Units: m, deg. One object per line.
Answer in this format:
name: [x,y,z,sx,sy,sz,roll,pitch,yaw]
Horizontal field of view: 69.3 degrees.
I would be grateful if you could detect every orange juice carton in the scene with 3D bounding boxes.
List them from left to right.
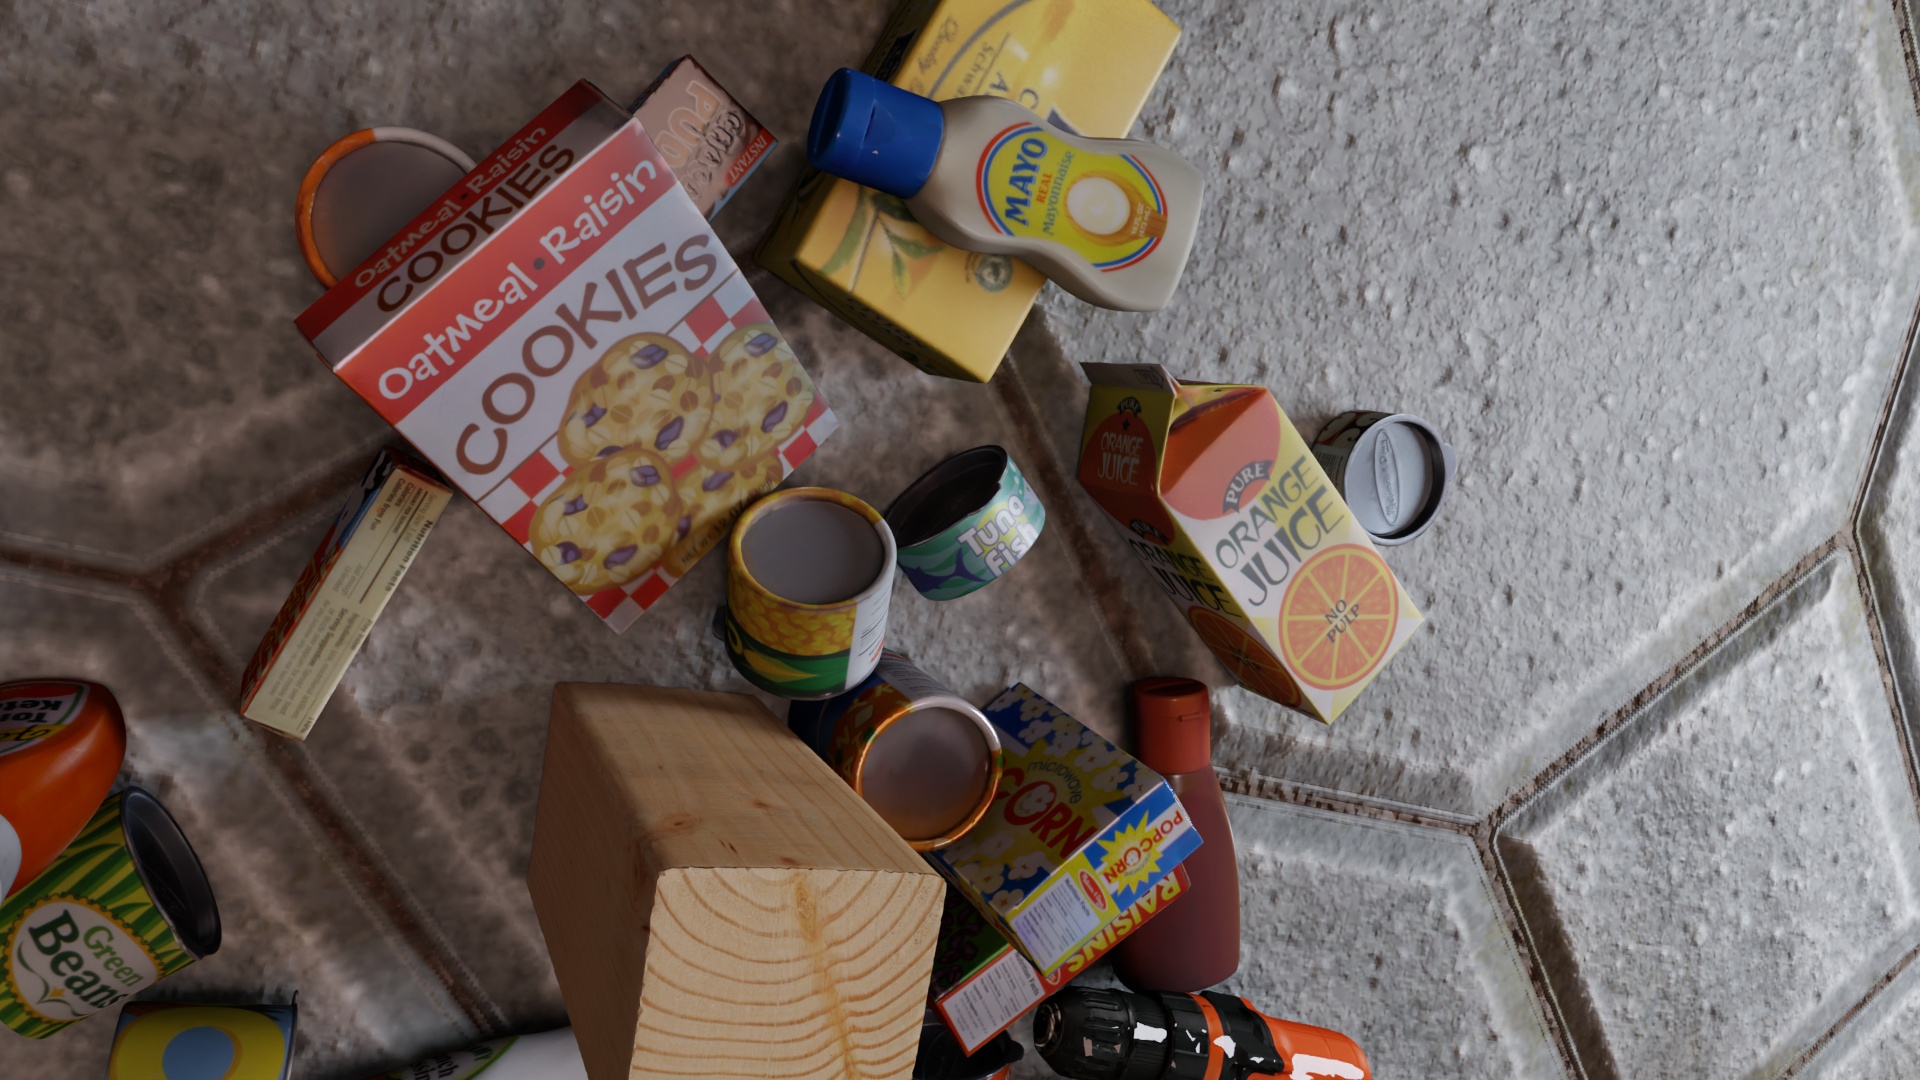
orange juice carton: [0.125,-0.010,0.642,0.073,0.072,0.192,-45,113,-11]

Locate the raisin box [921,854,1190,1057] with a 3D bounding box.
raisin box: [0.027,0.157,0.618,0.124,0.086,0.040,-32,116,-16]

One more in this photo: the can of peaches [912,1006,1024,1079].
can of peaches: [-0.007,0.254,0.629,0.071,0.071,0.058,-3,101,-23]

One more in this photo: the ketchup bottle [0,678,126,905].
ketchup bottle: [-0.301,0.083,0.425,0.065,0.149,0.043,-10,105,-22]

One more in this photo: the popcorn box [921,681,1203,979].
popcorn box: [0.030,0.117,0.590,0.085,0.127,0.038,-37,116,-14]

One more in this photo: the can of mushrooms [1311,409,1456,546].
can of mushrooms: [0.211,-0.033,0.698,0.071,0.033,0.071,-4,100,-23]

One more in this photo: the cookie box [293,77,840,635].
cookie box: [-0.130,-0.058,0.498,0.123,0.040,0.166,-45,143,-10]

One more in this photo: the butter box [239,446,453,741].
butter box: [-0.223,0.017,0.502,0.024,0.053,0.103,32,86,-28]

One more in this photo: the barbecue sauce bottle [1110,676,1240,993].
barbecue sauce bottle: [0.103,0.142,0.674,0.065,0.044,0.148,-6,101,-21]

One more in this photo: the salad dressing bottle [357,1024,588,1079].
salad dressing bottle: [-0.180,0.220,0.554,0.148,0.064,0.044,-10,87,-31]

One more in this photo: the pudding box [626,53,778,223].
pudding box: [-0.117,-0.139,0.535,0.049,0.030,0.084,43,81,-25]

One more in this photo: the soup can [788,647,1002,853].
soup can: [-0.030,0.088,0.583,0.071,0.084,0.071,-5,102,-23]

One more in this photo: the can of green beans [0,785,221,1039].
can of green beans: [-0.300,0.128,0.478,0.058,0.071,0.071,-27,109,-17]

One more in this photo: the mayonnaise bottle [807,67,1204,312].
mayonnaise bottle: [0.018,-0.132,0.514,0.148,0.041,0.064,13,96,-26]

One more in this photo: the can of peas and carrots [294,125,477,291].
can of peas and carrots: [-0.198,-0.107,0.488,0.071,0.059,0.070,-4,100,-23]

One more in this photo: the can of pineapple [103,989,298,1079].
can of pineapple: [-0.277,0.200,0.503,0.058,0.071,0.071,11,94,-25]

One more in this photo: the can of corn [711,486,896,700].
can of corn: [-0.063,0.020,0.555,0.071,0.071,0.058,-13,143,-21]

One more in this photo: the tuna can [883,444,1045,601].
tuna can: [0.002,-0.007,0.588,0.071,0.071,0.032,-42,114,-12]
